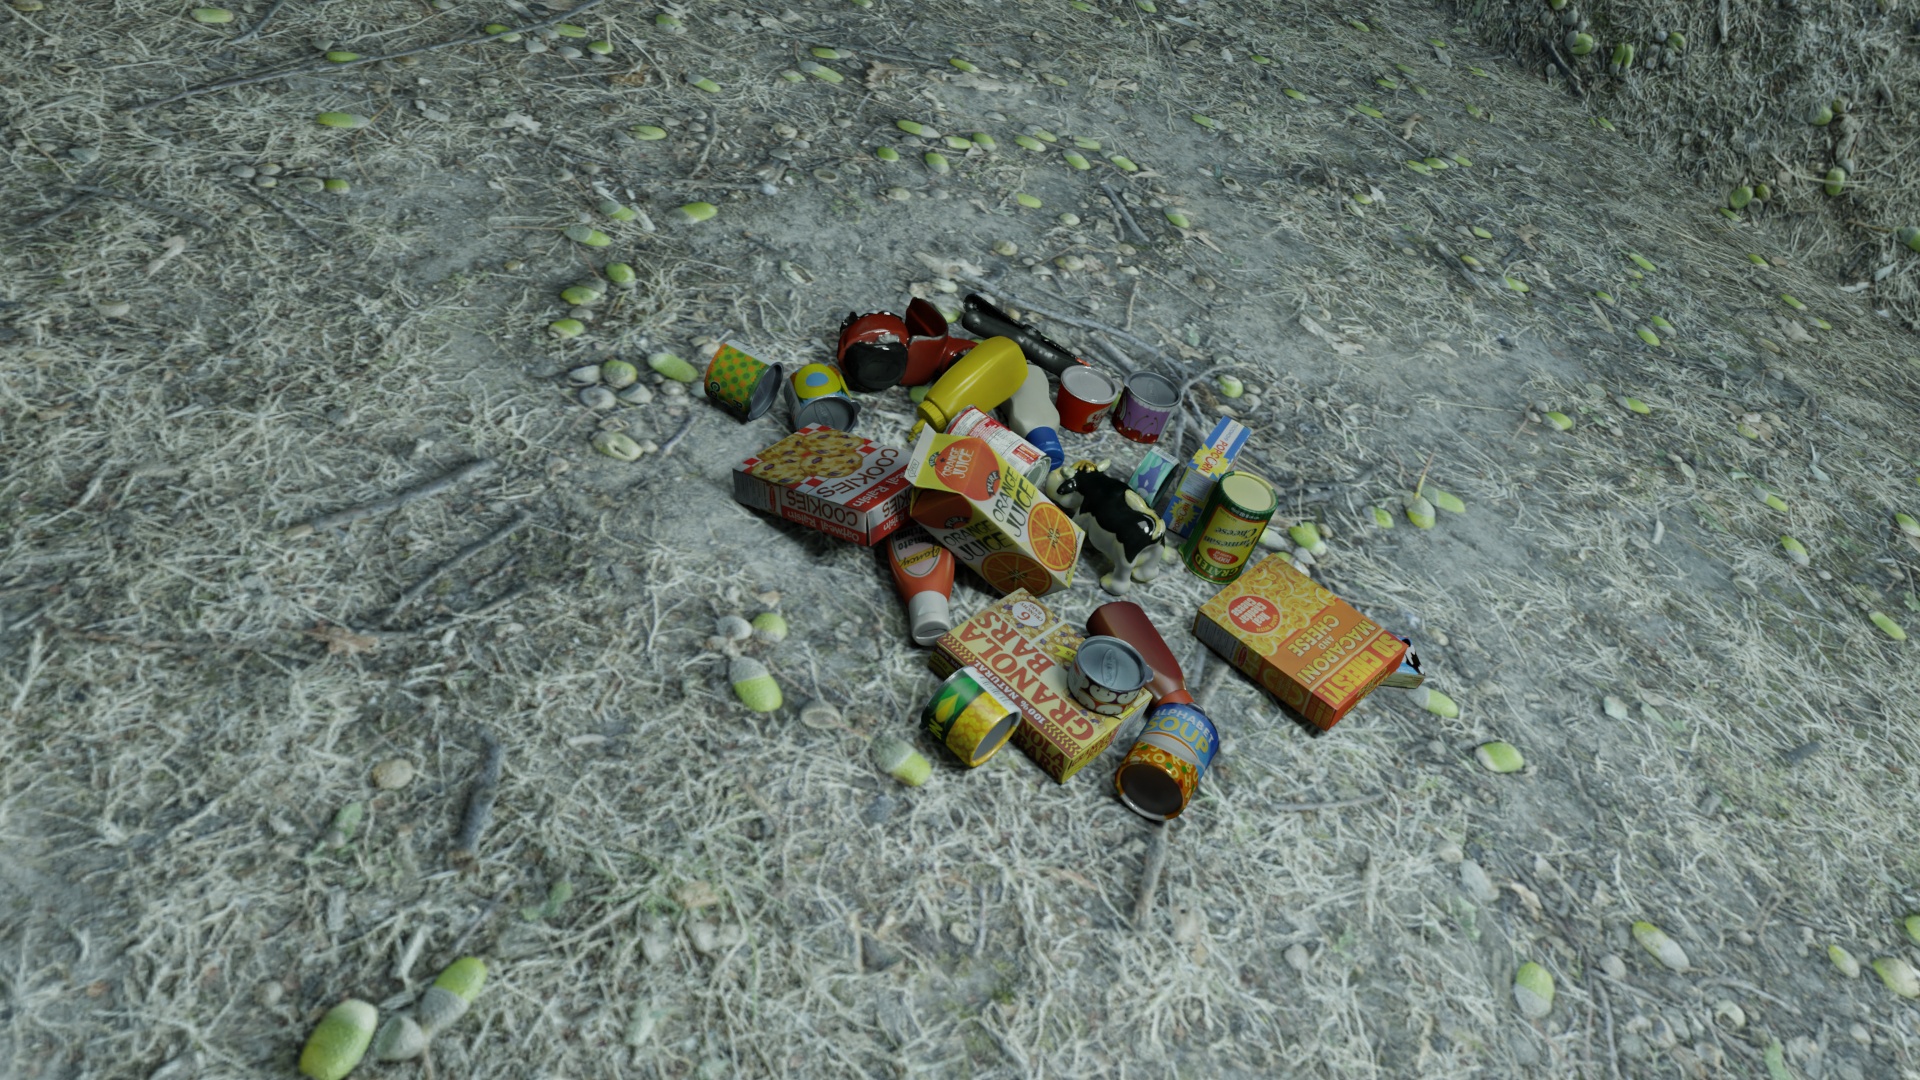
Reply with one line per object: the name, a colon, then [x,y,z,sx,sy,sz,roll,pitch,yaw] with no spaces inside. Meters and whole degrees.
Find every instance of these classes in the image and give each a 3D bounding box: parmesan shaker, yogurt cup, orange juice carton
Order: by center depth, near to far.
orange juice carton: [0.023,-0.027,1.303,0.192,0.073,0.072,41,49,-27]
parmesan shaker: [0.277,-0.014,1.443,0.071,0.102,0.072,11,41,-10]
yogurt cup: [0.140,-0.160,1.589,0.072,0.053,0.073,11,41,-10]

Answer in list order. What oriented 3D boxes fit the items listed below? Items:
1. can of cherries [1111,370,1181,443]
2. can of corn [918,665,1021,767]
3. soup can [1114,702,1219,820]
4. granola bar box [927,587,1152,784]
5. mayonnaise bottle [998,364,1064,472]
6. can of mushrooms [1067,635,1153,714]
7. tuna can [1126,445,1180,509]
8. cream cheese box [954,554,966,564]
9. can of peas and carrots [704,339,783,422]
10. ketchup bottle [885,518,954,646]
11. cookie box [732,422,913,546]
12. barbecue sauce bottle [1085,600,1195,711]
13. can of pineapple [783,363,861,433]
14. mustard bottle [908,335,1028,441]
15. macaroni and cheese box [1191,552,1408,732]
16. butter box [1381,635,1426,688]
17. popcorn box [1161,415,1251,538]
can of cherries: [0.213,-0.155,1.610,0.071,0.058,0.072,11,42,-10]
can of corn: [0.008,0.152,1.182,0.058,0.070,0.071,40,44,22]
soup can: [0.179,0.189,1.201,0.071,0.071,0.084,30,41,12]
granola bar box: [0.072,0.126,1.254,0.166,0.038,0.125,40,44,22]
mayonnaise bottle: [0.079,-0.138,1.552,0.065,0.041,0.149,-3,46,-15]
can of mushrooms: [0.132,0.120,1.227,0.071,0.033,0.071,12,39,-10]
tuna can: [0.206,-0.065,1.502,0.033,0.070,0.071,33,42,14]
cream cheese box: [0.005,-0.018,1.400,0.053,0.024,0.104,6,42,-18]
can of peas and carrots: [-0.226,-0.166,1.444,0.059,0.070,0.071,27,41,9]
ketchup bottle: [-0.034,0.034,1.308,0.065,0.043,0.149,-13,44,3]
cookie box: [-0.116,-0.056,1.345,0.167,0.040,0.123,19,35,30]
barbecue sauce bottle: [0.177,0.123,1.295,0.065,0.043,0.149,2,42,-38]
can of pineapple: [-0.145,-0.143,1.448,0.071,0.070,0.058,-2,45,-24]
mustard bottle: [0.001,-0.159,1.515,0.161,0.065,0.049,-38,43,-18]
macaroni and cheese box: [0.332,0.097,1.363,0.124,0.040,0.167,-32,55,-31]
butter box: [0.415,0.119,1.408,0.103,0.024,0.053,7,43,-14]
popcorn box: [0.269,-0.070,1.515,0.038,0.084,0.127,30,41,11]
